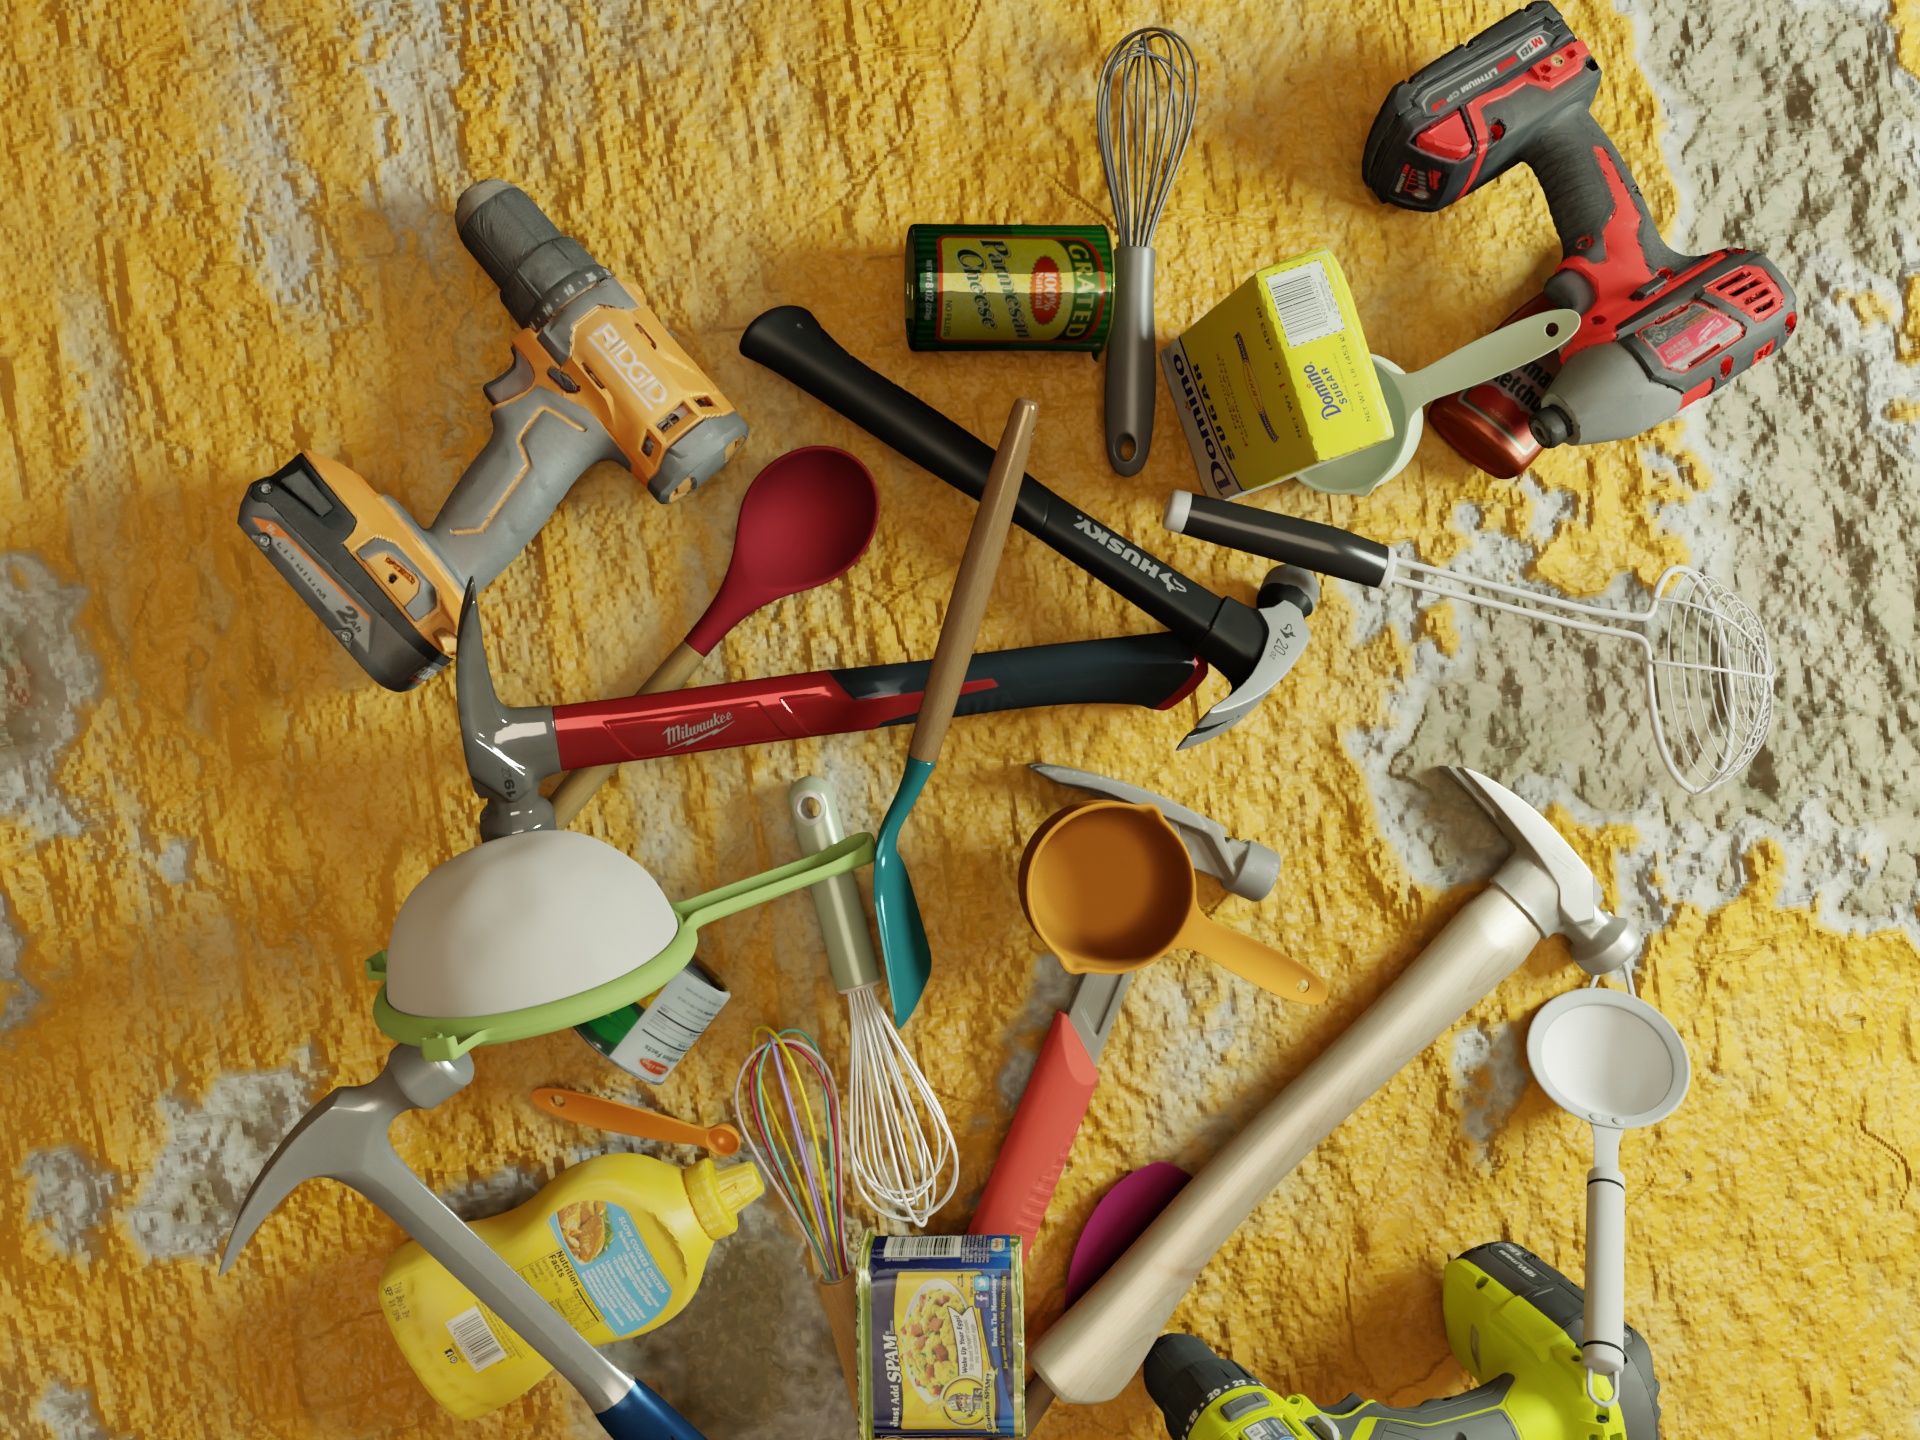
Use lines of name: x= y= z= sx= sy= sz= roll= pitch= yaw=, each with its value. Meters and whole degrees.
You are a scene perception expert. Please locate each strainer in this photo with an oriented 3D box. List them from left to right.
strainer: x=-0.158 y=0.077 z=0.766 sx=0.256 sy=0.151 sz=0.069 roll=-18 pitch=105 yaw=-27
strainer: x=0.344 y=0.241 z=0.853 sx=0.087 sy=0.050 sz=0.259 roll=9 pitch=47 yaw=15

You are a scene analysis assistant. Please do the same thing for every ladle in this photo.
ladle: x=-0.157 y=-0.017 z=0.842 sx=0.069 sy=0.031 sz=0.315 roll=40 pitch=89 yaw=-9

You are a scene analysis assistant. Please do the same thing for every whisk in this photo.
whisk: x=-0.073 y=0.277 z=0.857 sx=0.047 sy=0.051 sz=0.245 roll=-10 pitch=99 yaw=28
whisk: x=-0.052 y=0.149 z=0.849 sx=0.058 sy=0.059 sz=0.246 roll=-15 pitch=87 yaw=8
whisk: x=0.097 y=-0.252 z=0.858 sx=0.055 sy=0.055 sz=0.239 roll=1 pitch=96 yaw=-7

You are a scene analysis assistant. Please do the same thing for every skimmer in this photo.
skimmer: x=0.279 y=-0.056 z=0.870 sx=0.363 sy=0.090 sz=0.127 roll=14 pitch=71 yaw=-3

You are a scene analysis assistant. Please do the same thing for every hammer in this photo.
hammer: x=-0.184 y=0.331 z=0.790 sx=0.144 sy=0.035 sz=0.405 roll=-37 pitch=111 yaw=0
hammer: x=-0.056 y=-0.024 z=0.816 sx=0.386 sy=0.038 sz=0.143 roll=-8 pitch=120 yaw=-13
hammer: x=0.031 y=-0.112 z=0.832 sx=0.335 sy=0.035 sz=0.146 roll=33 pitch=47 yaw=-1
hammer: x=0.042 y=0.207 z=0.867 sx=0.149 sy=0.037 sz=0.359 roll=23 pitch=88 yaw=-7
hammer: x=0.187 y=0.206 z=0.876 sx=0.410 sy=0.038 sz=0.146 roll=-43 pitch=95 yaw=-7

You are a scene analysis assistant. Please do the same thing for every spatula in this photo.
spatula: x=-0.001 y=-0.003 z=0.794 sx=0.044 sy=0.082 sz=0.317 roll=18 pitch=107 yaw=7

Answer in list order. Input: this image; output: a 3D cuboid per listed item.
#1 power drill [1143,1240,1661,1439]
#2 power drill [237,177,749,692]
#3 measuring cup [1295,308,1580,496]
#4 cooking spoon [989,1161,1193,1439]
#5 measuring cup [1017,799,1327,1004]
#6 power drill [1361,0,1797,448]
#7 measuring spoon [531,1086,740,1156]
power drill: x=0.224 y=0.359 z=0.834 sx=0.228 sy=0.191 sz=0.080 roll=-14 pitch=108 yaw=-19
power drill: x=-0.248 y=-0.147 z=0.802 sx=0.226 sy=0.084 sz=0.185 roll=-40 pitch=94 yaw=-8
measuring cup: x=0.247 y=-0.175 z=0.836 sx=0.167 sy=0.038 sz=0.083 roll=-21 pitch=88 yaw=35
cooking spoon: x=0.036 y=0.383 z=0.880 sx=0.068 sy=0.017 sz=0.319 roll=35 pitch=87 yaw=-7
measuring cup: x=0.110 y=0.103 z=0.831 sx=0.173 sy=0.052 sz=0.095 roll=28 pitch=87 yaw=-9
power drill: x=0.315 y=-0.251 z=0.837 sx=0.143 sy=0.078 sz=0.220 roll=-32 pitch=79 yaw=-2
measuring spoon: x=-0.172 y=0.210 z=0.843 sx=0.117 sy=0.011 sz=0.021 roll=11 pitch=118 yaw=7
